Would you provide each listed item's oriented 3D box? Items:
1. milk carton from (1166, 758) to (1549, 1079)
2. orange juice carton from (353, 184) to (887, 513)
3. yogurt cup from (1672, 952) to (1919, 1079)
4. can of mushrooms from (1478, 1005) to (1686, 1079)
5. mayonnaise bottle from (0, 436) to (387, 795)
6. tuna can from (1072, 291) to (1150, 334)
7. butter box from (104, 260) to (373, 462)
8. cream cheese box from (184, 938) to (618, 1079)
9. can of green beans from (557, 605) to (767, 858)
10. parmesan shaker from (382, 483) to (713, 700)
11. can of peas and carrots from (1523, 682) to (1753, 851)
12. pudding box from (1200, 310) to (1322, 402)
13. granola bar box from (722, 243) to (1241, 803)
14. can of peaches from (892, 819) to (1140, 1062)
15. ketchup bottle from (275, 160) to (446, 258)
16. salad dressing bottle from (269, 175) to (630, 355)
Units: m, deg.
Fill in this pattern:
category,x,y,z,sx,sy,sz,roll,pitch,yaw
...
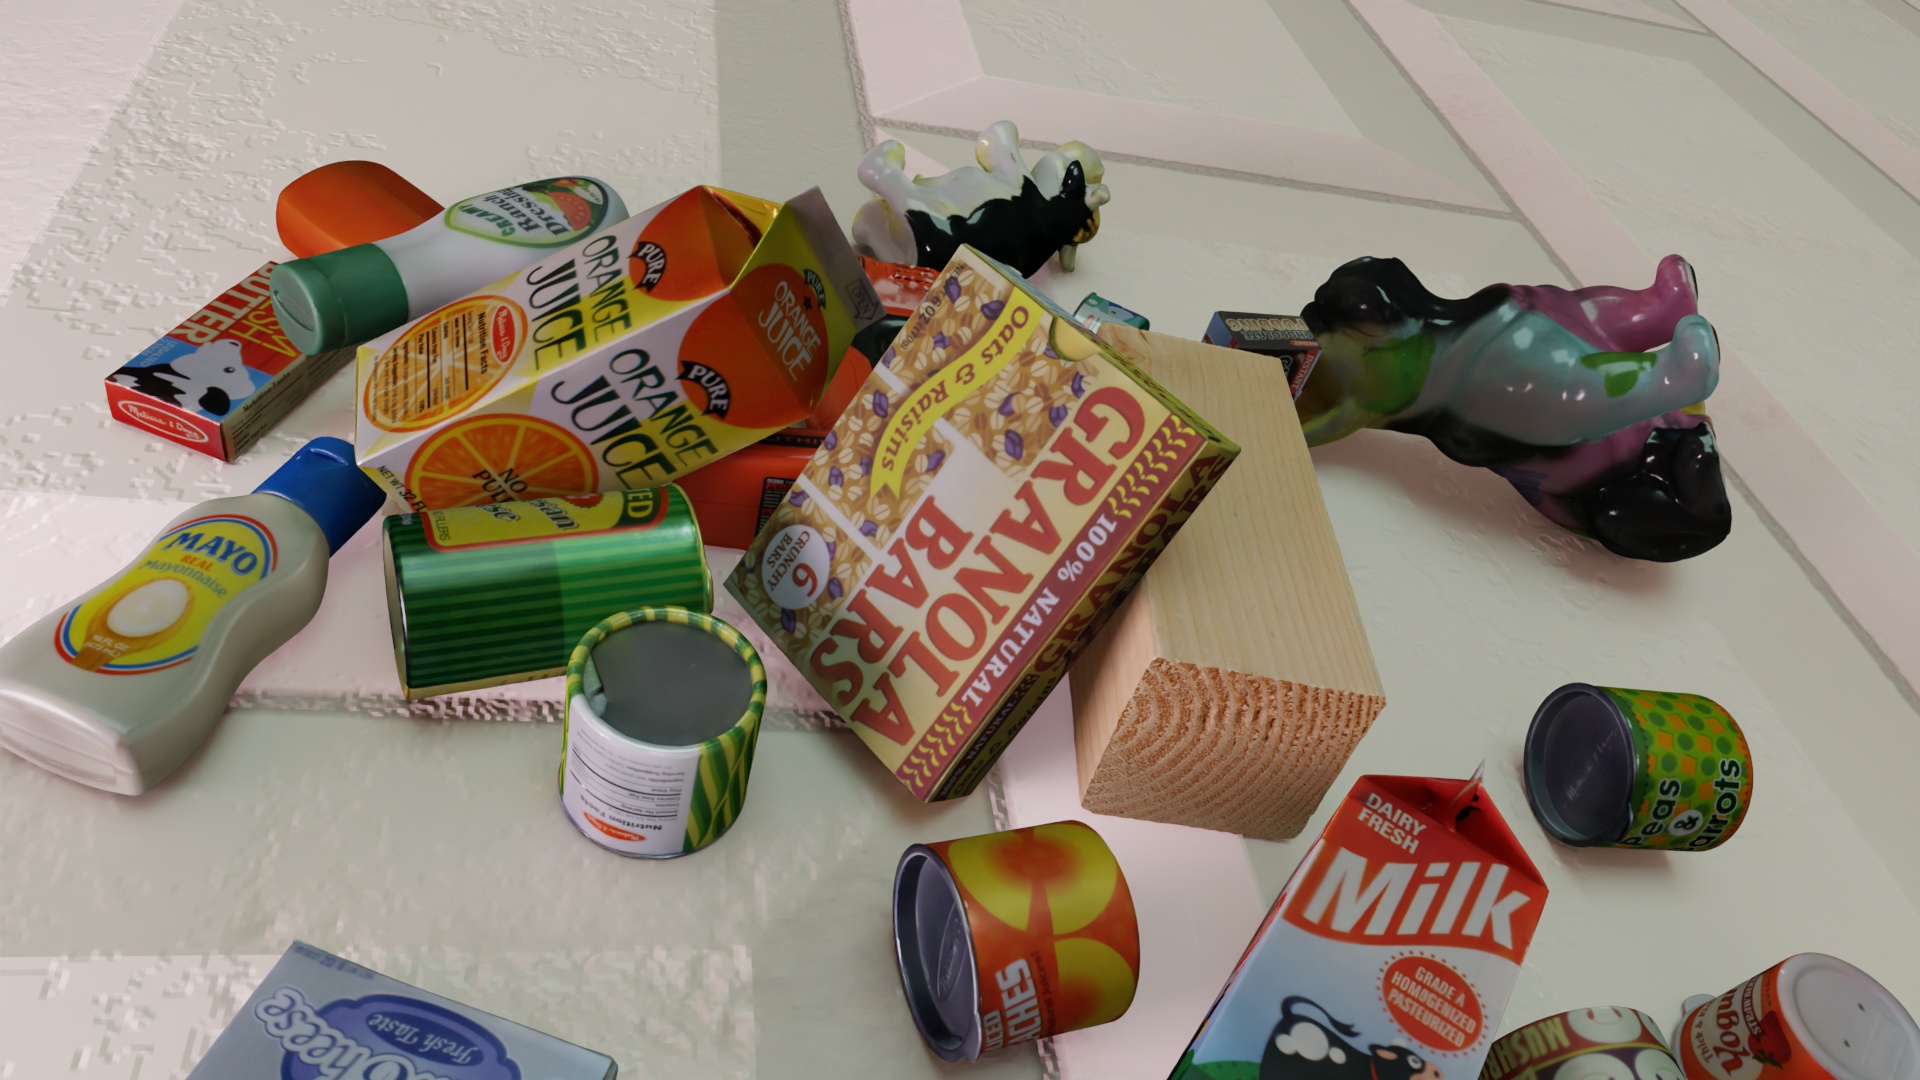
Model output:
category,x,y,z,sx,sy,sz,roll,pitch,yaw
milk carton,0.130,0.148,0.454,0.073,0.072,0.191,32,43,17
orange juice carton,-0.127,-0.070,0.534,0.193,0.071,0.073,-25,49,3
yogurt cup,0.297,0.183,0.488,0.072,0.053,0.073,10,42,-9
can of mushrooms,0.197,0.180,0.446,0.071,0.070,0.033,4,42,-15
mayonnaise bottle,-0.259,0.018,0.482,0.065,0.041,0.149,19,42,5
tuna can,0.066,-0.087,0.697,0.033,0.070,0.071,28,42,10
butter box,-0.300,-0.077,0.586,0.053,0.024,0.104,20,41,2
cream cheese box,-0.153,0.154,0.383,0.104,0.024,0.054,20,41,2
can of green beans,-0.102,0.064,0.474,0.071,0.057,0.071,10,41,-9
parmesan shaker,-0.149,0.017,0.500,0.103,0.071,0.071,-7,47,-27
can of peas and carrots,0.277,0.095,0.568,0.059,0.070,0.071,6,42,-14
pudding box,0.138,-0.073,0.691,0.050,0.083,0.030,0,47,-21
granola bar box,0.002,-0.006,0.512,0.124,0.165,0.039,43,15,26
can of peaches,0.018,0.127,0.441,0.058,0.070,0.071,-4,46,-24
ketchup bottle,-0.244,-0.122,0.640,0.149,0.043,0.065,35,43,18
salad dressing bottle,-0.207,-0.115,0.579,0.064,0.043,0.148,36,43,23
